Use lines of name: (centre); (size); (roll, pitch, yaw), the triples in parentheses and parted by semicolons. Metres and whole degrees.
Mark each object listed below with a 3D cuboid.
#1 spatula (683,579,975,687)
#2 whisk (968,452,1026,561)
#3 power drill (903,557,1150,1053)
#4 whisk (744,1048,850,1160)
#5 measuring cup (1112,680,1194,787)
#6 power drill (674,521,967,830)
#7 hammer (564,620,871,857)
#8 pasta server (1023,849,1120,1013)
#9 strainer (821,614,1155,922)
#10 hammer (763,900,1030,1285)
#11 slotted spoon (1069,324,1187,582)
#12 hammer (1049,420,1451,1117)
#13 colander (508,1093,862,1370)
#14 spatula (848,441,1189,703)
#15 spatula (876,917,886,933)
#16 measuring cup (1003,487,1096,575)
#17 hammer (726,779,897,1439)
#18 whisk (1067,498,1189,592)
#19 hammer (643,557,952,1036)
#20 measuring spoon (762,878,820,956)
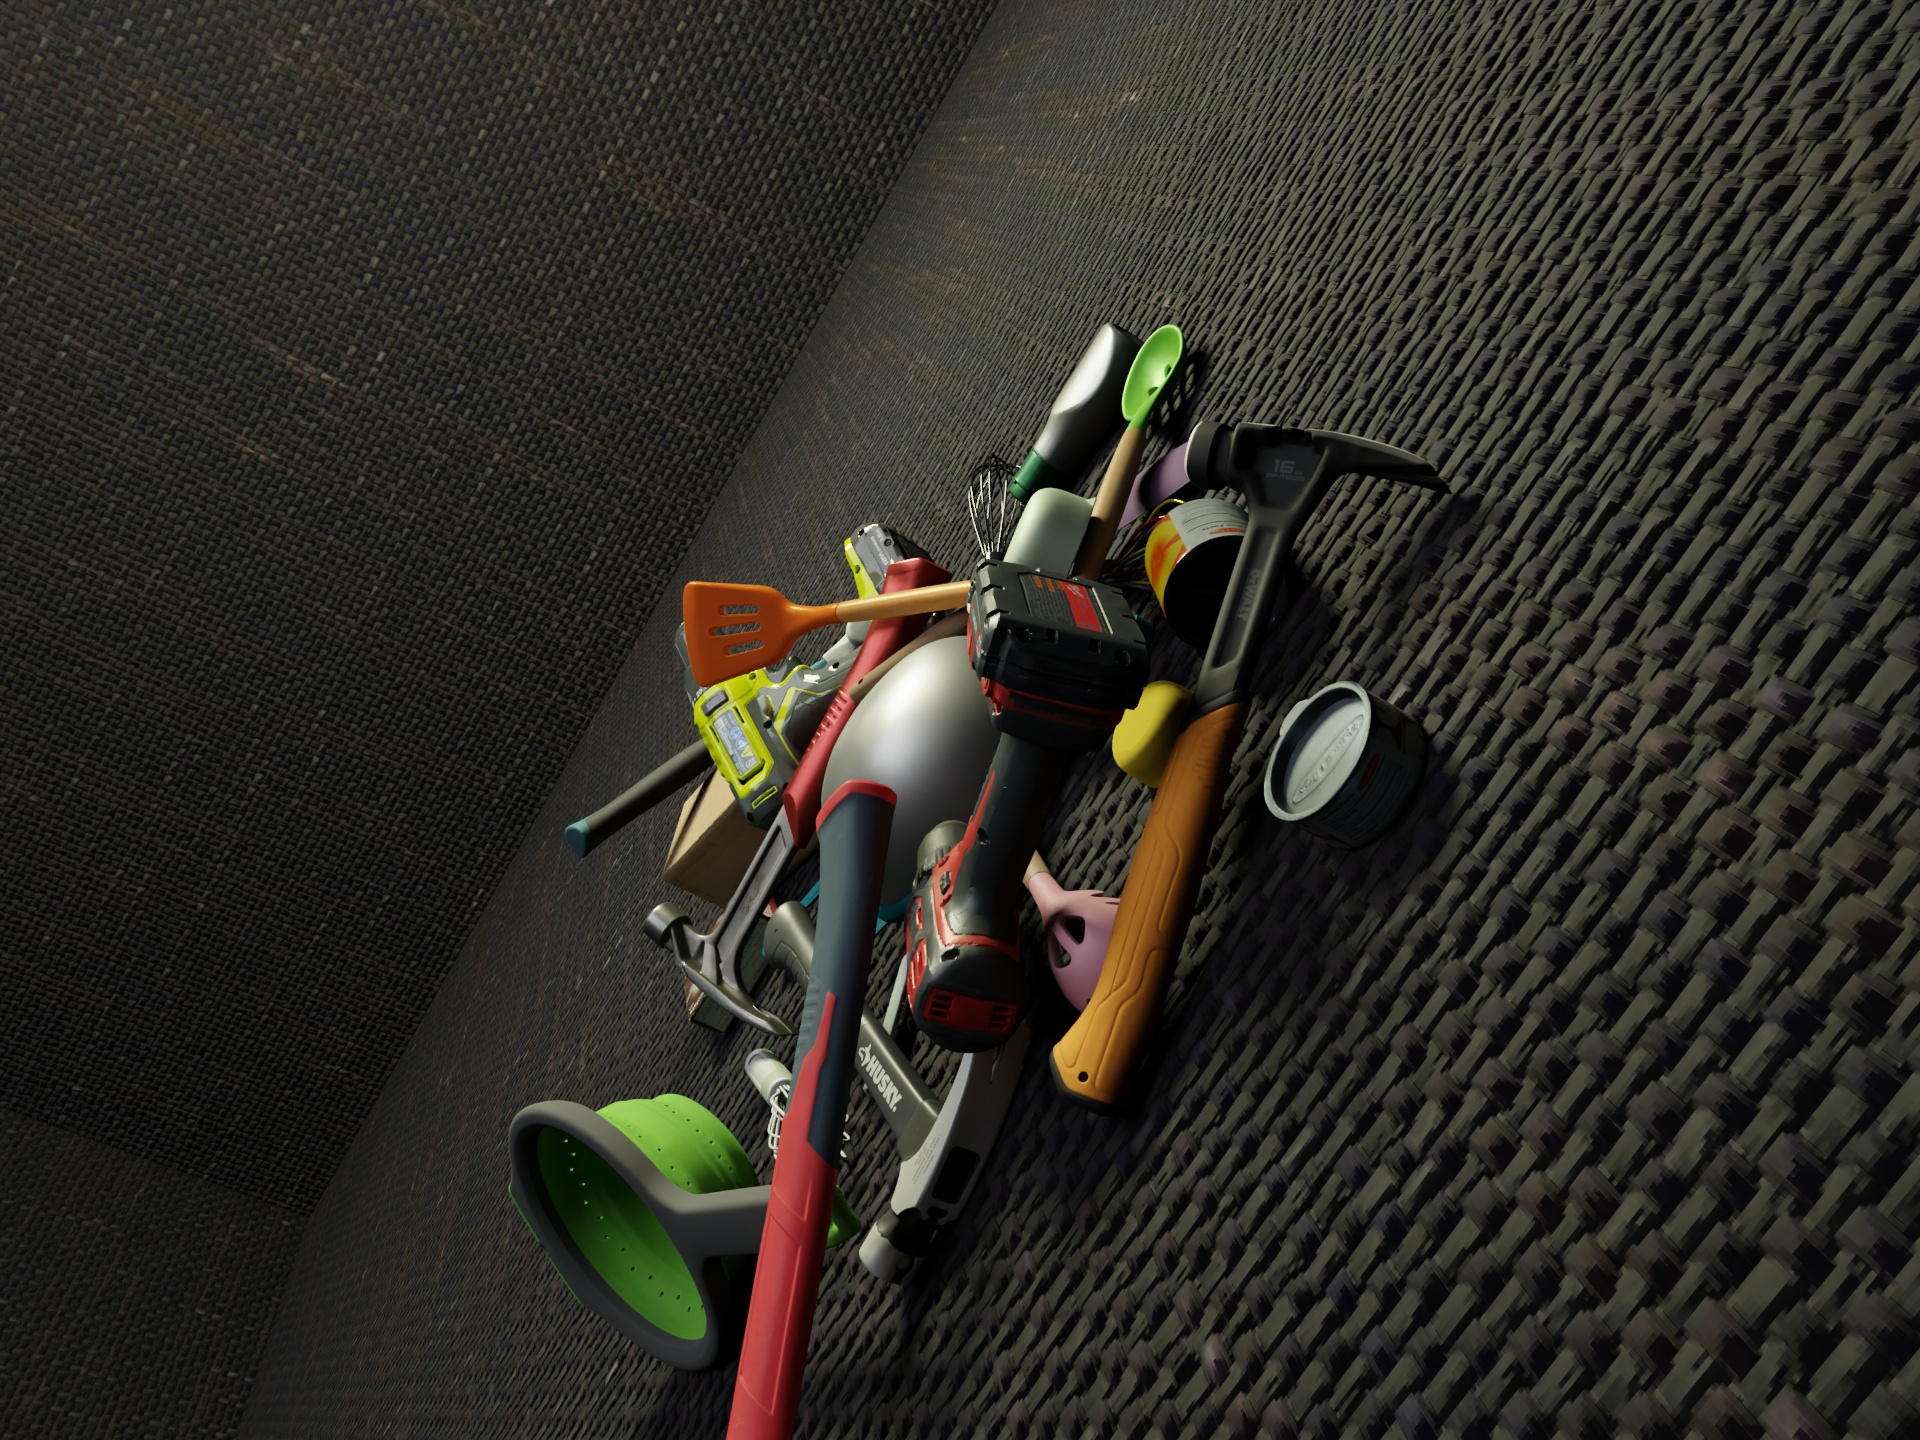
spatula: (-0.071, -0.077, 1.117); (0.323, 0.041, 0.081); (-5, 92, 39)
whisk: (0.026, -0.119, 1.223); (0.055, 0.055, 0.239); (-44, 30, 43)
power drill: (0.020, 0.035, 0.828); (0.188, 0.080, 0.226); (-98, 22, -68)
whisk: (-0.119, 0.255, 1.077); (0.058, 0.059, 0.246); (-53, 12, -10)
measuring cup: (0.099, 0.039, 0.824); (0.062, 0.029, 0.157); (-46, 22, 39)
power drill: (-0.115, -0.049, 1.247); (0.228, 0.080, 0.191); (-37, 66, 15)
hammer: (-0.213, 0.016, 1.439); (0.331, 0.033, 0.128); (-36, -6, -13)
pasta server: (0.047, 0.088, 0.908); (0.060, 0.040, 0.316); (-60, 15, 7)
strainer: (-0.002, -0.003, 0.993); (0.340, 0.095, 0.211); (-42, 19, 56)
hammer: (-0.060, 0.184, 0.968); (0.146, 0.035, 0.335); (-61, 27, 4)
slotted spoon: (0.107, -0.168, 1.028); (0.070, 0.031, 0.314); (-46, 14, 41)
hammer: (0.119, 0.022, 0.743); (0.127, 0.034, 0.337); (15, 83, 36)
colander: (-0.152, 0.294, 0.993); (0.094, 0.204, 0.397); (-34, 5, -40)
spatula: (0.044, -0.098, 1.068); (0.316, 0.018, 0.060); (-34, 26, 23)
spatula: (-0.059, 0.045, 1.252); (0.082, 0.044, 0.318); (-44, 21, 38)
measuring cup: (0.052, -0.119, 0.991); (0.168, 0.038, 0.083); (-80, 12, -68)
hammer: (-0.063, 0.214, 0.802); (0.143, 0.038, 0.387); (-6, 65, 32)
whisk: (0.102, -0.098, 0.993); (0.051, 0.047, 0.245); (-59, 14, -13)
hammer: (-0.098, 0.047, 1.161); (0.359, 0.149, 0.036); (-61, -26, 7)
measuring spoon: (-0.110, 0.144, 1.265); (0.128, 0.021, 0.042); (-48, 20, 12)
